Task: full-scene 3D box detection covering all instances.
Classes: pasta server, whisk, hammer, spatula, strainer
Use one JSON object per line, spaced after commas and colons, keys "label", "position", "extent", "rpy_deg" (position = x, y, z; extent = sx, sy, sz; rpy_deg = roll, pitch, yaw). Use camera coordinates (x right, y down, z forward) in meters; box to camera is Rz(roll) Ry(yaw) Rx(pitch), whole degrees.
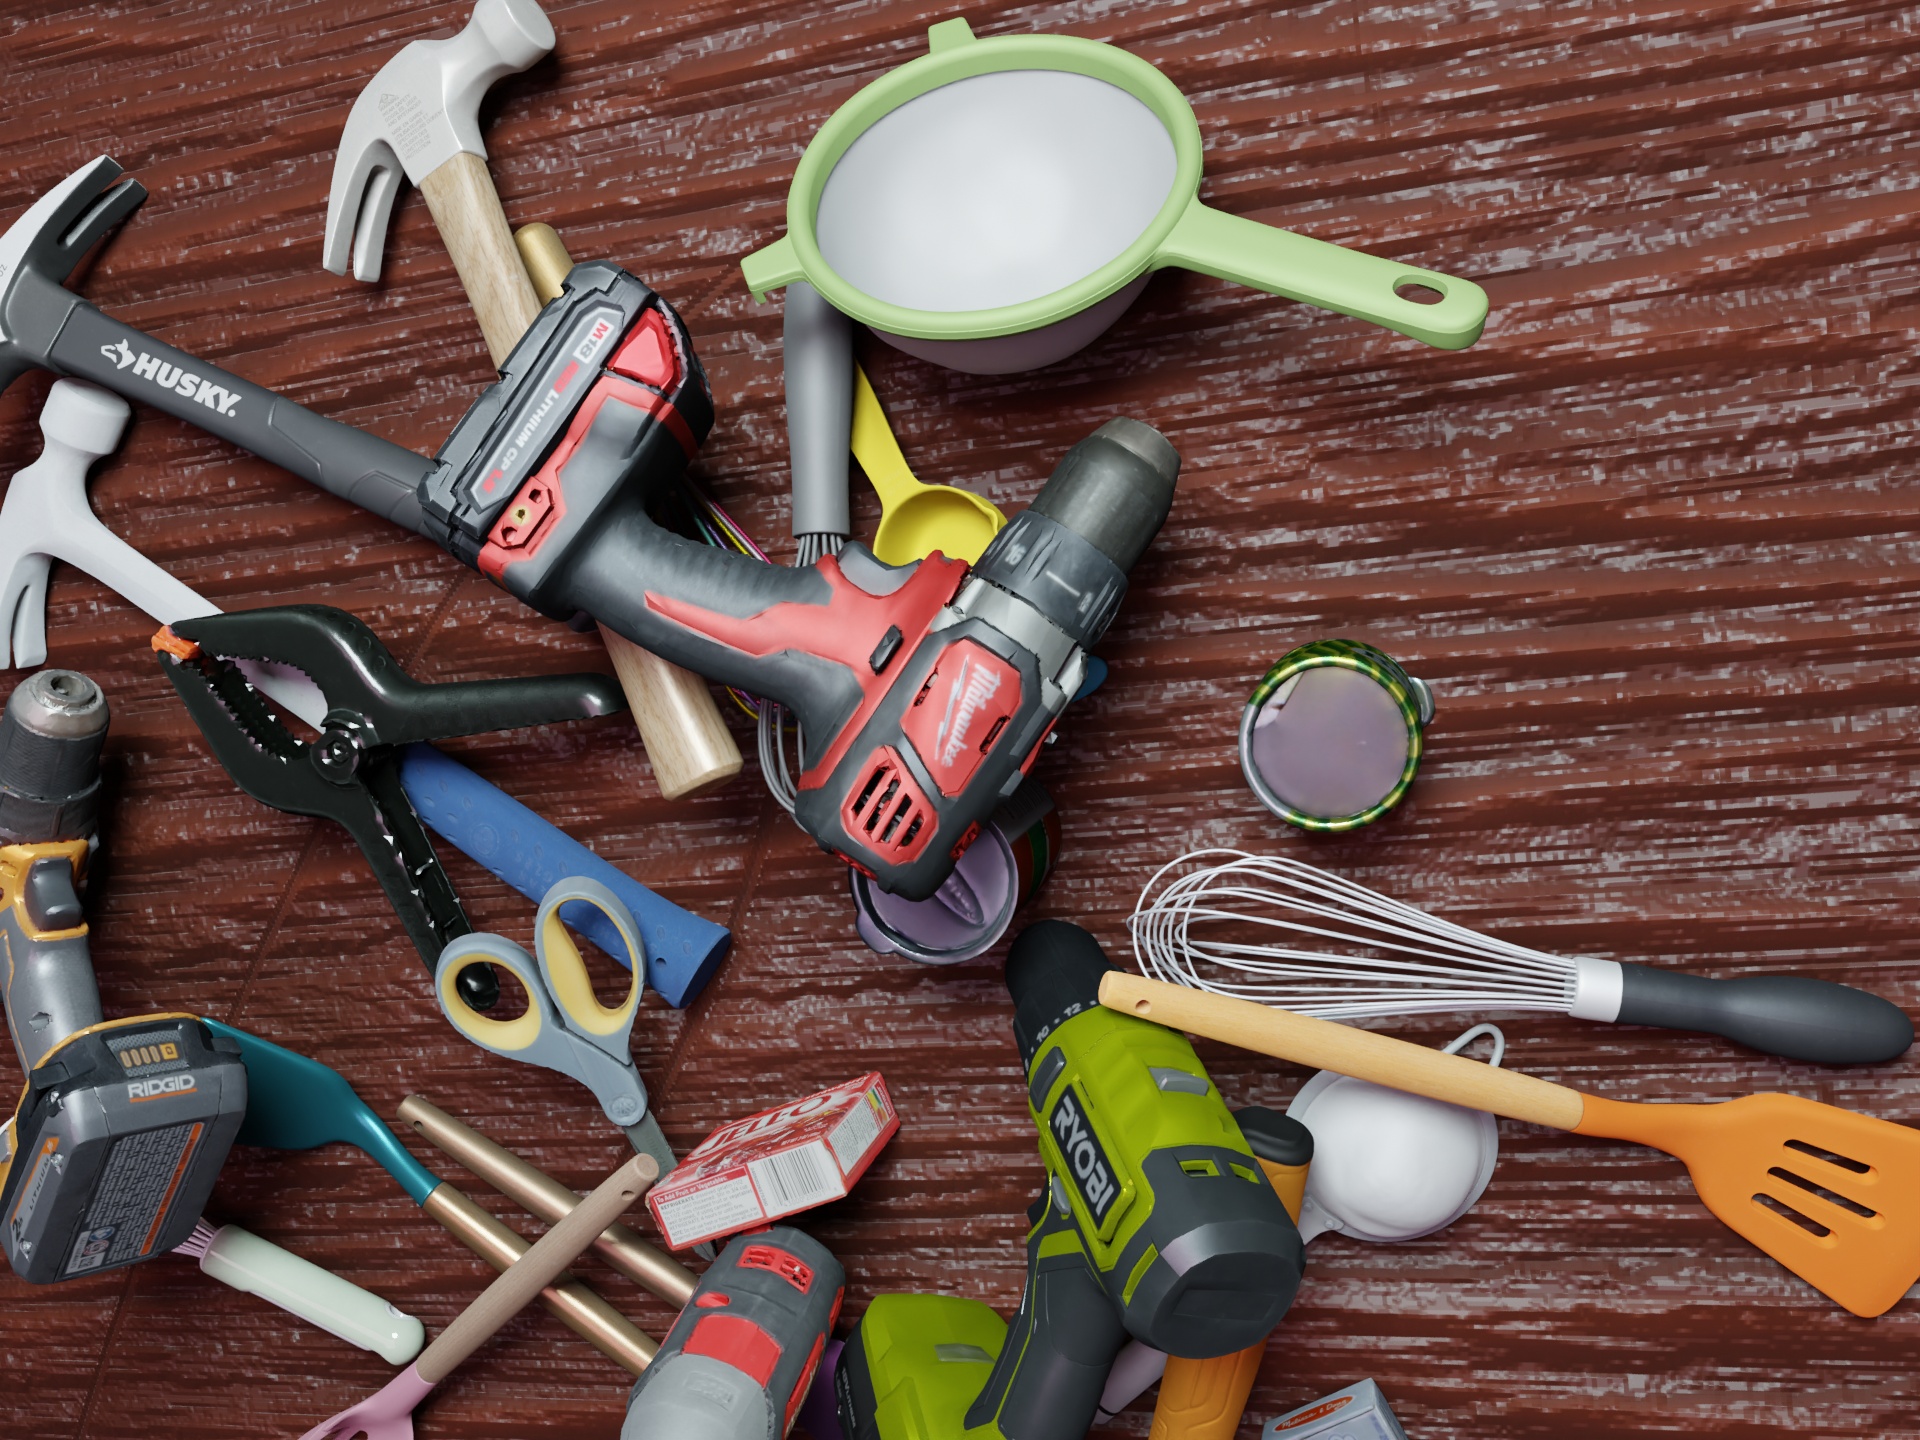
{"label": "pasta server", "position": [-0.232, 0.293, 0.731], "extent": [0.060, 0.040, 0.316], "rpy_deg": [32, 118, -25]}
{"label": "whisk", "position": [0.204, 0.096, 0.597], "extent": [0.284, 0.070, 0.070], "rpy_deg": [7, 100, 10]}
{"label": "hammer", "position": [-0.167, -0.122, 0.644], "extent": [0.130, 0.031, 0.331], "rpy_deg": [-27, 81, 22]}
{"label": "whisk", "position": [-0.054, -0.075, 0.624], "extent": [0.055, 0.055, 0.239], "rpy_deg": [-3, 86, 16]}
{"label": "spatula", "position": [-0.234, 0.245, 0.745], "extent": [0.317, 0.044, 0.082], "rpy_deg": [34, 117, 7]}
{"label": "whisk", "position": [-0.122, -0.103, 0.670], "extent": [0.047, 0.051, 0.245], "rpy_deg": [-29, 85, -10]}
{"label": "hammer", "position": [0.095, 0.308, 0.640], "extent": [0.127, 0.034, 0.336], "rpy_deg": [16, 110, 18]}
{"label": "whisk", "position": [-0.375, 0.258, 0.787], "extent": [0.246, 0.057, 0.059], "rpy_deg": [23, 73, 7]}
{"label": "spatula", "position": [-0.130, 0.262, 0.732], "extent": [0.316, 0.018, 0.059], "rpy_deg": [30, 111, 9]}
{"label": "strainer", "position": [0.126, 0.219, 0.644], "extent": [0.087, 0.050, 0.258], "rpy_deg": [39, 110, -8]}
{"label": "strainer", "position": [0.061, -0.161, 0.572], "extent": [0.256, 0.069, 0.151], "rpy_deg": [23, 67, 22]}
{"label": "spatula", "position": [0.205, 0.141, 0.579], "extent": [0.322, 0.041, 0.081], "rpy_deg": [16, 111, -7]}
{"label": "hammer", "position": [-0.285, -0.127, 0.698], "extent": [0.335, 0.035, 0.146], "rpy_deg": [24, 83, 6]}
{"label": "hammer", "position": [-0.283, 0.007, 0.729], "extent": [0.405, 0.035, 0.144], "rpy_deg": [33, 105, 9]}

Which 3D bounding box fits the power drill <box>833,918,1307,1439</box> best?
{"label": "power drill", "position": [0.029, 0.207, 0.614], "extent": [0.080, 0.191, 0.228], "rpy_deg": [13, 114, -24]}

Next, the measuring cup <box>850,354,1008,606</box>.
{"label": "measuring cup", "position": [-0.027, -0.108, 0.651], "extent": [0.062, 0.029, 0.157], "rpy_deg": [-34, 76, 24]}

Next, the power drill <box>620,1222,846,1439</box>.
{"label": "power drill", "position": [-0.109, 0.327, 0.649], "extent": [0.078, 0.143, 0.219], "rpy_deg": [19, 119, 8]}

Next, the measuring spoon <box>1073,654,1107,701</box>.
{"label": "measuring spoon", "position": [-0.001, -0.002, 0.655], "extent": [0.128, 0.021, 0.042], "rpy_deg": [-18, 93, 19]}

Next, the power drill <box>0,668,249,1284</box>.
{"label": "power drill", "position": [-0.396, 0.106, 0.709], "extent": [0.226, 0.084, 0.185], "rpy_deg": [50, 122, 29]}

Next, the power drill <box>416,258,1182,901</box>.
{"label": "power drill", "position": [-0.050, -0.069, 0.566], "extent": [0.227, 0.080, 0.188], "rpy_deg": [34, 85, 5]}
